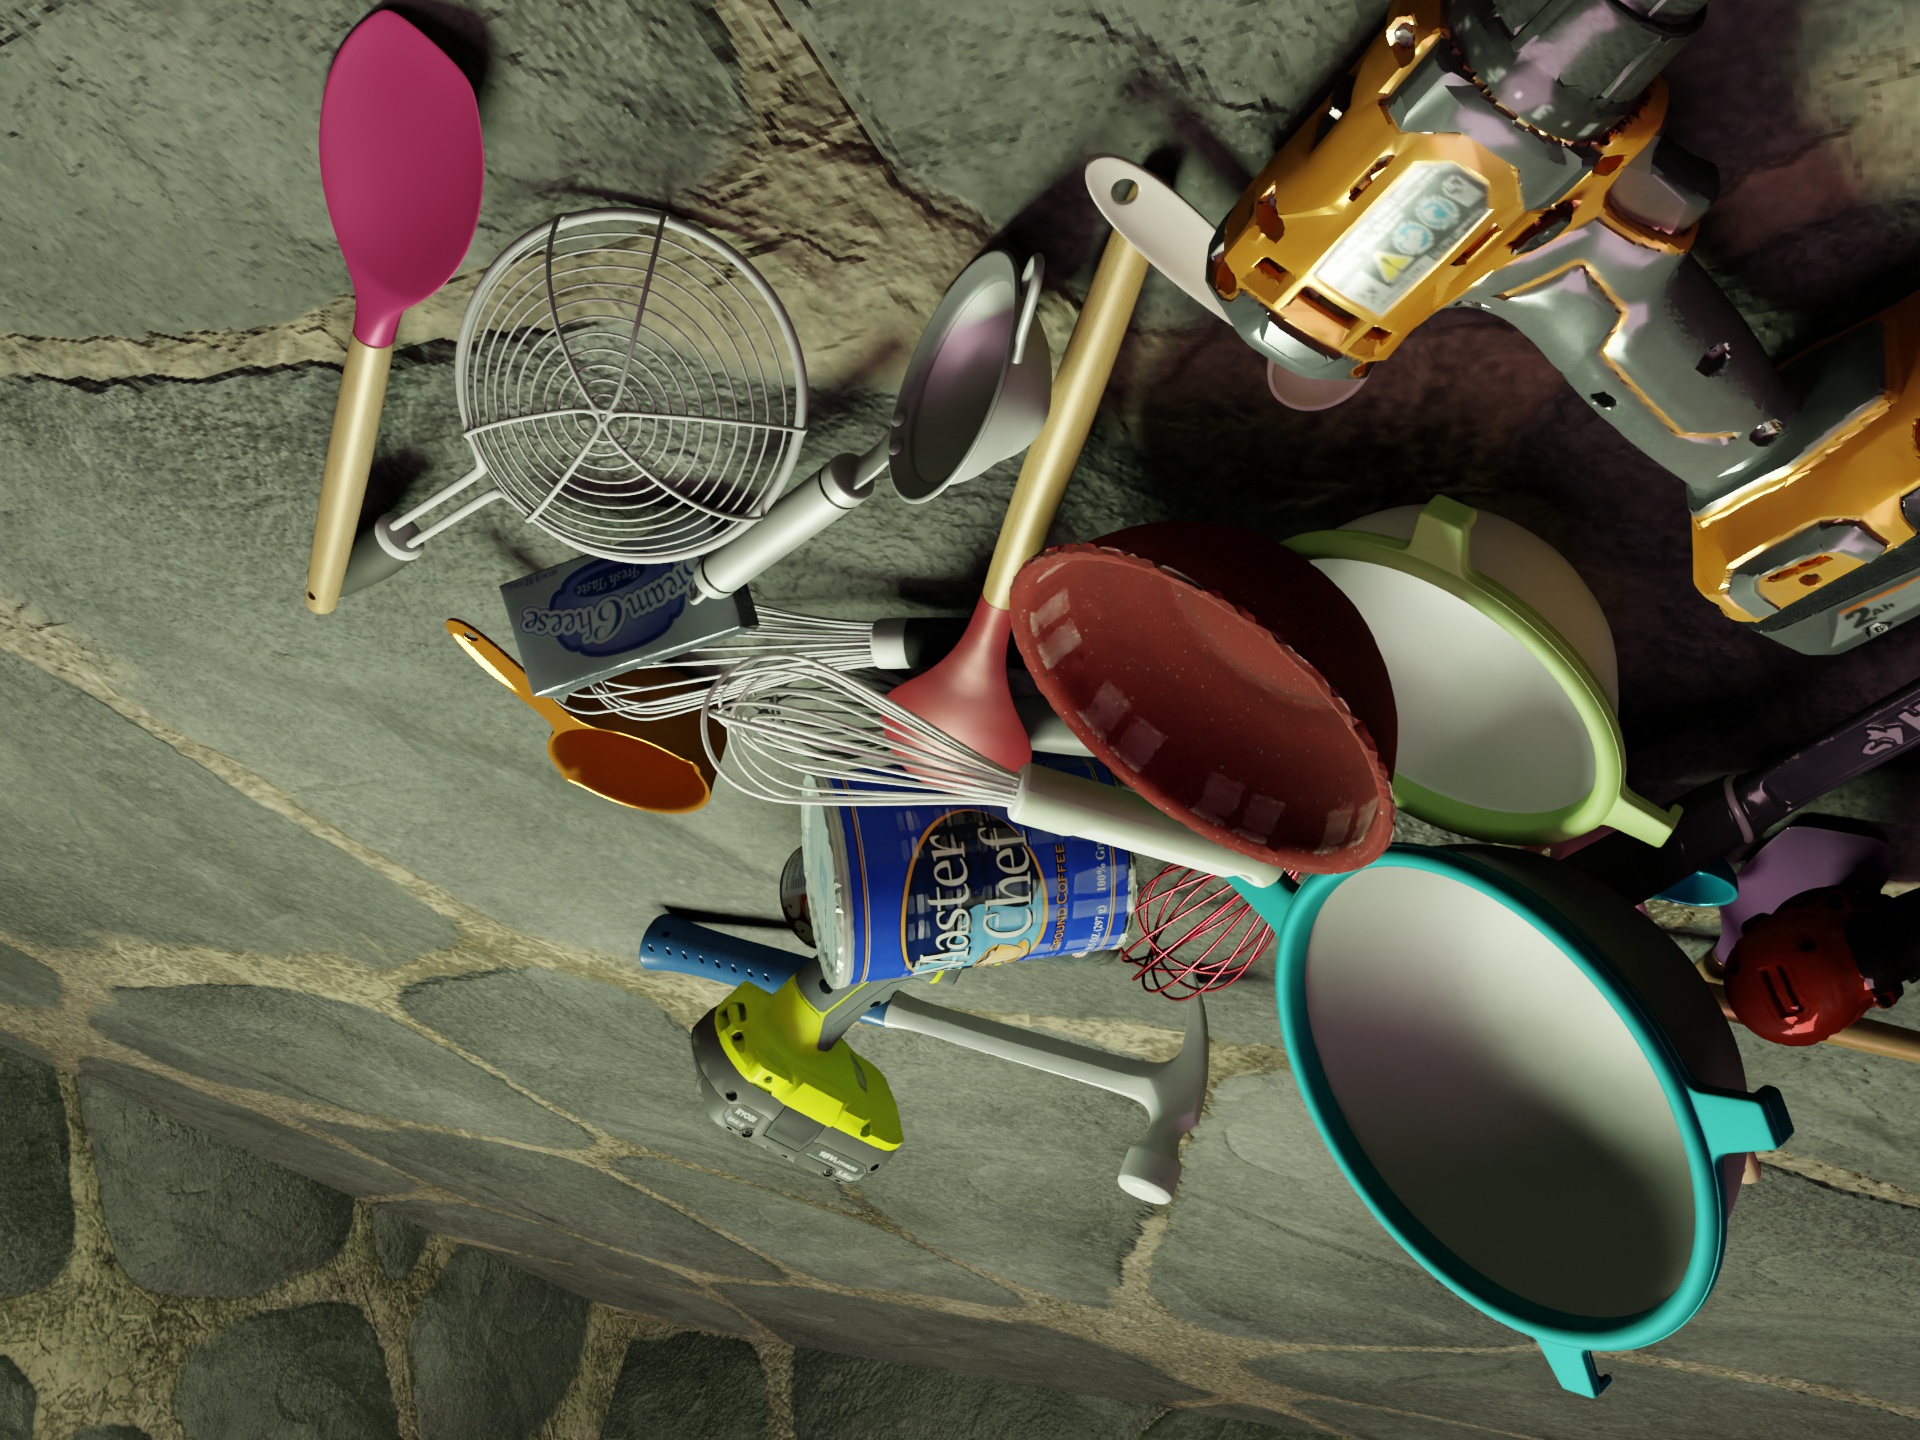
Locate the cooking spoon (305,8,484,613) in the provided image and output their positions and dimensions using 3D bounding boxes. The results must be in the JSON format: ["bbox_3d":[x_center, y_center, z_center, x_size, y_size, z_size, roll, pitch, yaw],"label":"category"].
[{"bbox_3d":[-0.229,-0.133,0.613,0.069,0.017,0.318,42,140,2],"label":"cooking spoon"}]

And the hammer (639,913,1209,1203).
[{"bbox_3d":[-0.032,0.187,1.044,0.406,0.144,0.035,12,150,24],"label":"hammer"}]

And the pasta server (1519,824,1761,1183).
[{"bbox_3d":[0.329,0.127,0.754,0.060,0.040,0.316,-11,125,37],"label":"pasta server"}]

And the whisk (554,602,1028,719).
[{"bbox_3d":[-0.060,-0.033,0.714,0.284,0.070,0.070,0,148,16],"label":"whisk"}]

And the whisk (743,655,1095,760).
[{"bbox_3d":[-0.001,-0.004,0.727,0.239,0.055,0.055,3,149,29],"label":"whisk"}]

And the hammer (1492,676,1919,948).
[{"bbox_3d":[0.305,0.023,0.600,0.149,0.036,0.408,31,142,-7],"label":"hammer"}]

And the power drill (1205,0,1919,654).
[{"bbox_3d":[0.203,-0.124,0.415,0.226,0.084,0.185,27,147,-12],"label":"power drill"}]

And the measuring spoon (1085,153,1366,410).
[{"bbox_3d":[0.083,-0.139,0.495,0.124,0.018,0.034,31,127,-31],"label":"measuring spoon"}]

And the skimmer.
[{"bbox_3d":[-0.195,-0.104,0.672,0.363,0.090,0.127,-9,120,54],"label":"skimmer"}]

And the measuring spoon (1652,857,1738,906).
[{"bbox_3d":[0.315,0.075,0.773,0.042,0.021,0.128,31,156,-26],"label":"measuring spoon"}]

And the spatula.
[{"bbox_3d":[0.392,0.132,0.826,0.060,0.018,0.315,11,150,7],"label":"spatula"}]

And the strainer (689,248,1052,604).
[{"bbox_3d":[-0.034,-0.090,0.572,0.050,0.087,0.258,21,151,-31],"label":"strainer"}]

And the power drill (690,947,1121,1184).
[{"bbox_3d":[-0.029,0.149,0.891,0.171,0.080,0.223,36,105,-30],"label":"power drill"}]

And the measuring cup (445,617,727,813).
[{"bbox_3d":[-0.188,-0.017,0.806,0.095,0.052,0.173,-7,142,34],"label":"measuring cup"}]

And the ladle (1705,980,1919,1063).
[{"bbox_3d":[0.341,0.143,0.805,0.320,0.062,0.078,12,140,13],"label":"ladle"}]

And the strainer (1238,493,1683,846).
[{"bbox_3d":[0.157,-0.027,0.626,0.151,0.069,0.256,49,159,-18],"label":"strainer"}]

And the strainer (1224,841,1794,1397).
[{"bbox_3d":[0.197,0.096,0.678,0.341,0.095,0.210,47,146,37],"label":"strainer"}]

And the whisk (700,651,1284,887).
[{"bbox_3d":[0.016,0.027,0.640,0.246,0.059,0.058,16,172,-8],"label":"whisk"}]

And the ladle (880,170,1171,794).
[{"bbox_3d":[0.023,-0.064,0.596,0.069,0.031,0.315,21,138,1],"label":"ladle"}]

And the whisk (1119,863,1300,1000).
[{"bbox_3d":[0.159,0.071,0.795,0.073,0.073,0.295,21,144,-11],"label":"whisk"}]
